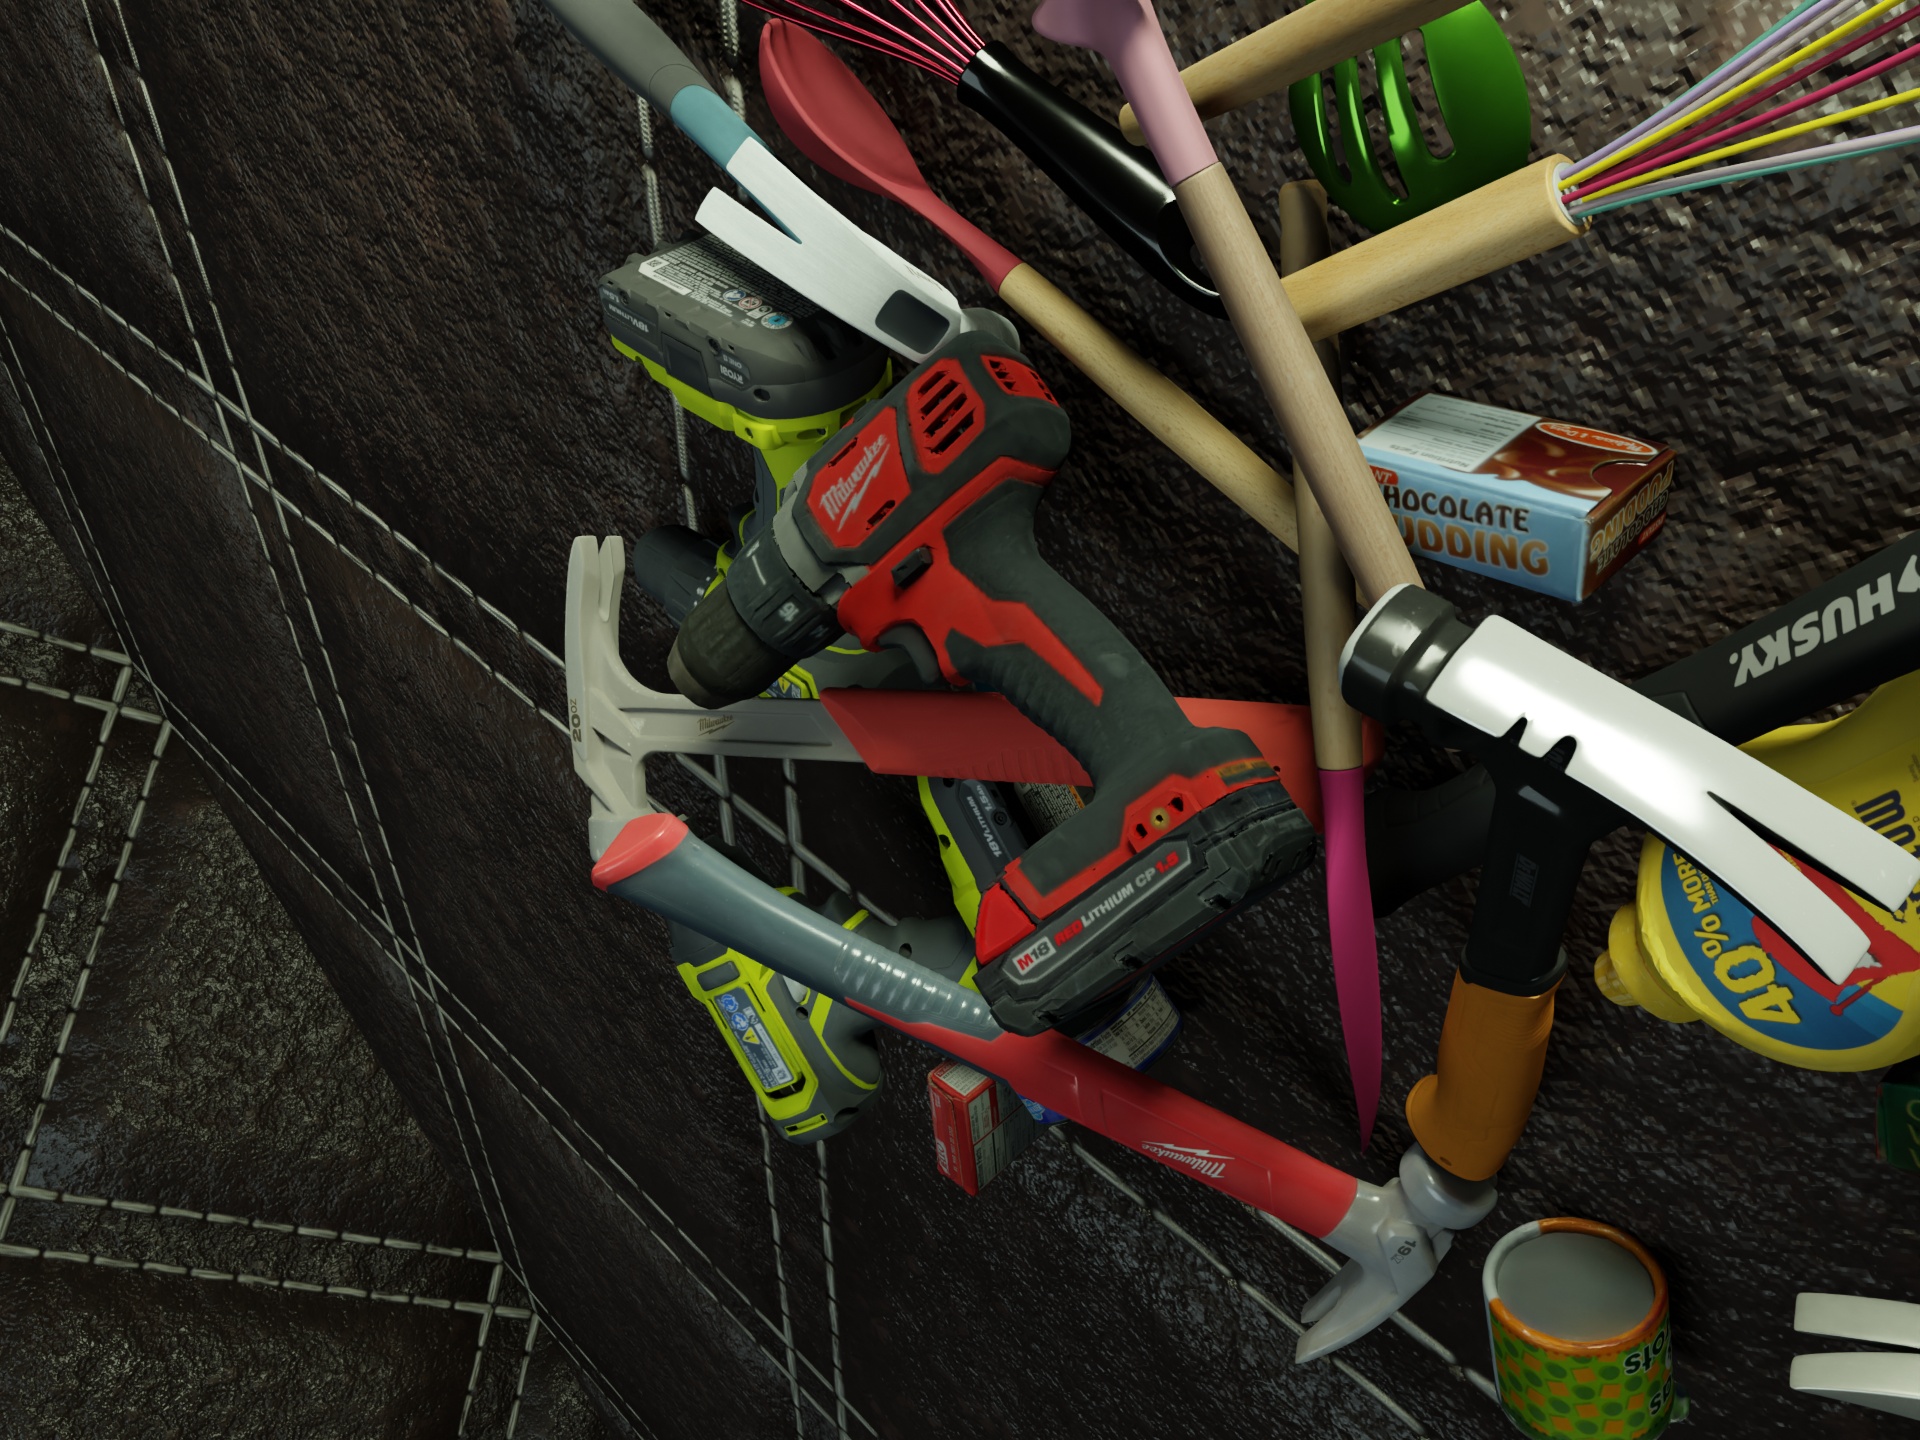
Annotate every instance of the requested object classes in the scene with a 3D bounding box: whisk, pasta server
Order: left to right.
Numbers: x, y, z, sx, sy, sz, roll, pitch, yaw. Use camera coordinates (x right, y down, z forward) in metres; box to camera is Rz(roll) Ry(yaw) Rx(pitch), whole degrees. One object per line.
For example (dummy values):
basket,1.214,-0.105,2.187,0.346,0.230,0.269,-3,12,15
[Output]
whisk,-0.008,-0.231,0.541,0.296,0.073,0.073,43,145,12
pasta server,0.072,-0.124,0.444,0.316,0.040,0.060,61,161,-12
whisk,0.166,-0.138,0.386,0.245,0.047,0.051,-12,105,50

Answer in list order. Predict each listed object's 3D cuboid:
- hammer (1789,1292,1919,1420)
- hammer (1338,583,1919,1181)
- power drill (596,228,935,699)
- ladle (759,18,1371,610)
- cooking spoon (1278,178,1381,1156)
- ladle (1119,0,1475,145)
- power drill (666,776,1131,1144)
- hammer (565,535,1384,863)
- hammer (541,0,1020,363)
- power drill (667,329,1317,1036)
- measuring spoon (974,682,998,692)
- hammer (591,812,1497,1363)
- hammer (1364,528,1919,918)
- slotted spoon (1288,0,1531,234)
hammer,0.344,0.337,0.536,0.146,0.038,0.410,7,130,28
hammer,0.174,0.087,0.487,0.127,0.034,0.336,35,163,28
power drill,-0.100,-0.107,0.748,0.191,0.080,0.228,32,143,31
ladle,0.038,-0.142,0.567,0.315,0.069,0.031,43,120,10
cooking spoon,0.122,-0.010,0.518,0.017,0.069,0.319,-4,101,13
ladle,0.148,-0.185,0.345,0.320,0.062,0.078,-7,105,48
power drill,-0.038,0.092,0.748,0.223,0.080,0.171,-27,94,30
hammer,-0.012,-0.004,0.646,0.359,0.036,0.149,2,97,27
hammer,-0.111,-0.250,0.637,0.033,0.128,0.331,-51,63,18
power drill,-0.001,-0.002,0.579,0.188,0.080,0.227,-39,75,25
measuring spoon,0.017,0.017,0.747,0.042,0.021,0.128,10,126,48
hammer,0.019,0.151,0.680,0.386,0.038,0.143,26,129,1
hammer,0.199,0.004,0.437,0.035,0.146,0.334,13,156,-13
slotted spoon,0.084,-0.275,0.411,0.070,0.031,0.313,-1,115,47
